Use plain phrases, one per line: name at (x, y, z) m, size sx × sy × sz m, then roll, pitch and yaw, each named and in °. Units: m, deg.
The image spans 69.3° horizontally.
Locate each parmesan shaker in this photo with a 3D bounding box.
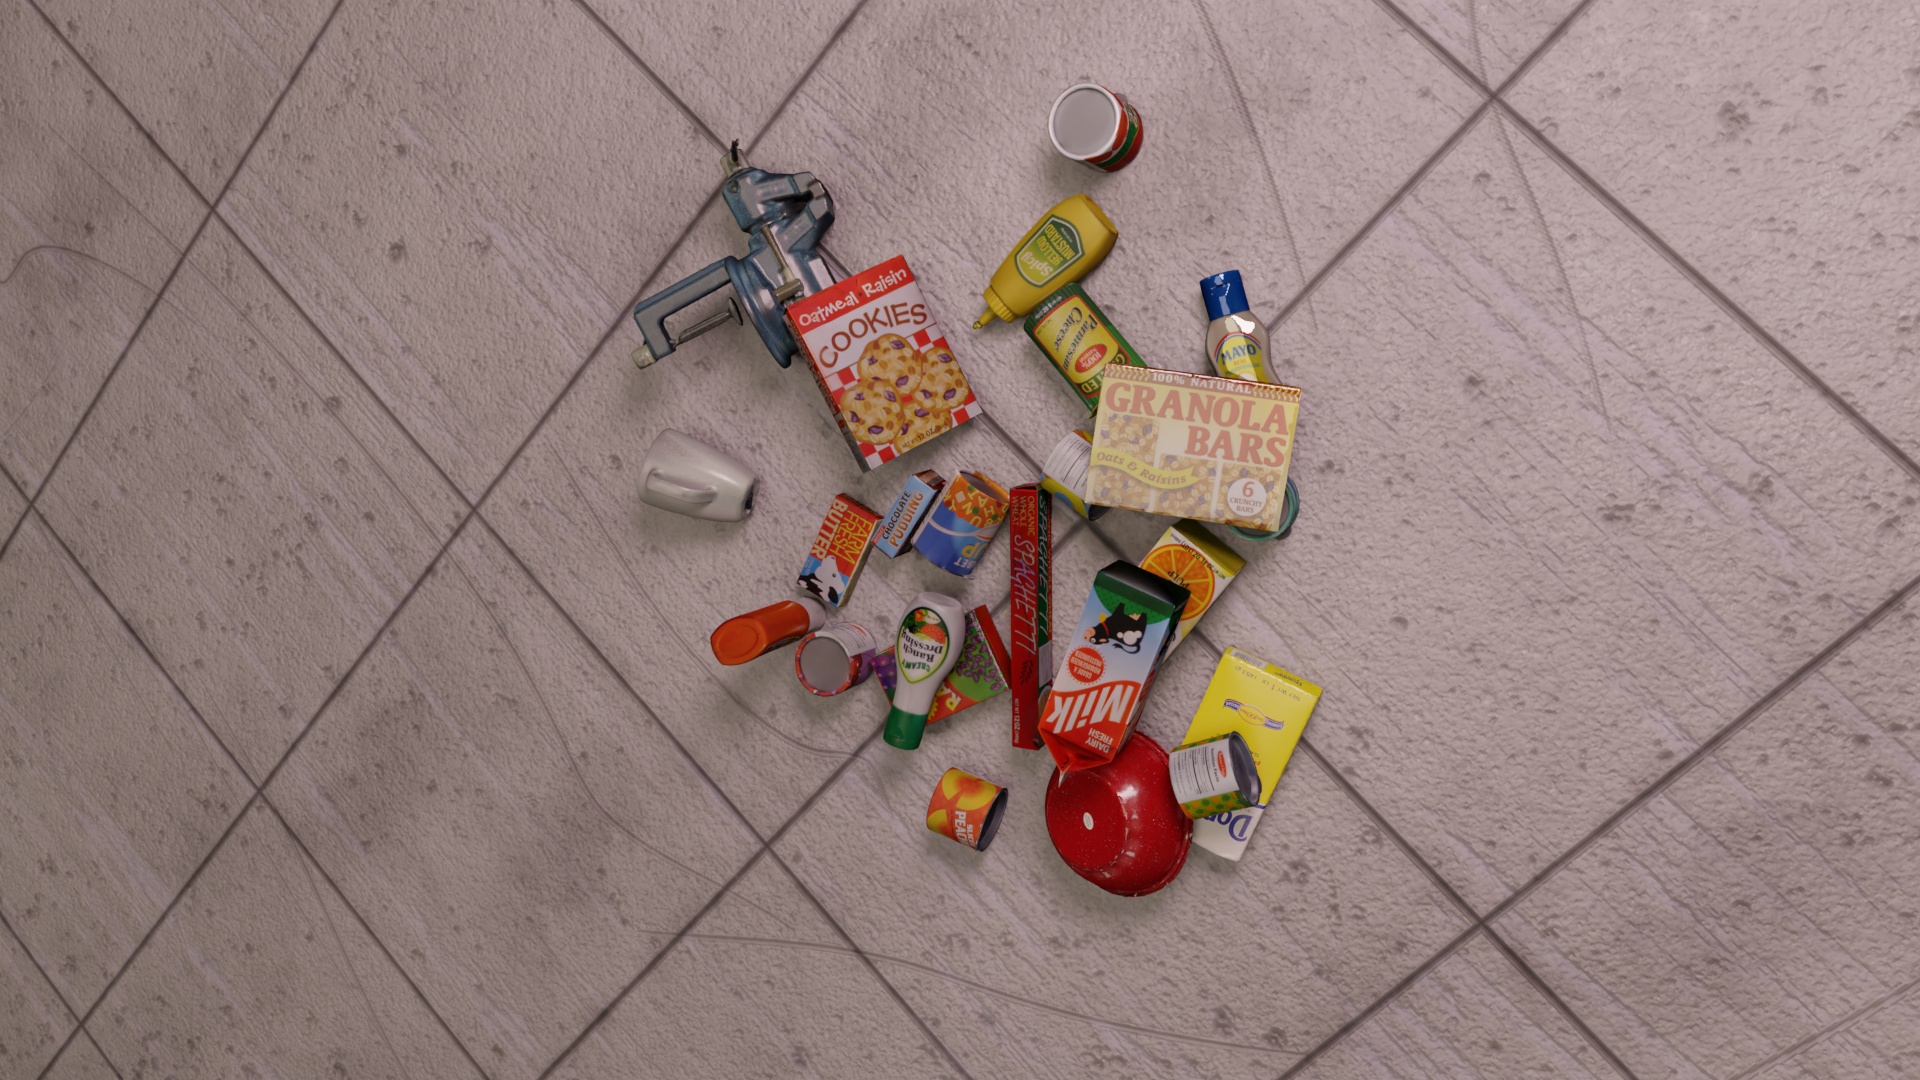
parmesan shaker at (0.111, -0.171, 1.254) m, size 0.071 × 0.071 × 0.103 m, roll -42°, pitch 81°, yaw 20°

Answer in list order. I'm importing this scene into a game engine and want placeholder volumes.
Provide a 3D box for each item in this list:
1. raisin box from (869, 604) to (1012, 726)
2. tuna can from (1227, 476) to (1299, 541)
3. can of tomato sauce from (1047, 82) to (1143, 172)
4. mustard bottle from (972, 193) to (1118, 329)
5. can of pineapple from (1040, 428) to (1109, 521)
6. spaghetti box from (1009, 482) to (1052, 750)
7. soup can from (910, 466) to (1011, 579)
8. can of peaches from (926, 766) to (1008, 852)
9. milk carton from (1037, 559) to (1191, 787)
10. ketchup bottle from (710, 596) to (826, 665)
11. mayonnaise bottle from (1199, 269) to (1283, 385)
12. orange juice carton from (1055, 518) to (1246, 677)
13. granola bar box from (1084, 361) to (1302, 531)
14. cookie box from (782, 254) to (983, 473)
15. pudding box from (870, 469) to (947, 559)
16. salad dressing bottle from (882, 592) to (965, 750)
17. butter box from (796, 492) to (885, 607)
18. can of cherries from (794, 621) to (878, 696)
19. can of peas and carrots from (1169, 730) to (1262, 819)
raisin box at (-0.016, 0.126, 1.352) m, size 0.123 × 0.040 × 0.086 m, roll -26°, pitch 87°, yaw 20°
tuna can at (0.266, -0.031, 1.230) m, size 0.071 × 0.033 × 0.071 m, roll 2°, pitch 97°, yaw 21°
can of tomato sauce at (0.120, -0.363, 1.220) m, size 0.071 × 0.083 × 0.071 m, roll 3°, pitch 98°, yaw 21°
mustard bottle at (0.069, -0.245, 1.271) m, size 0.160 × 0.049 × 0.065 m, roll -41°, pitch 80°, yaw 20°
can of pineapple at (0.115, -0.060, 1.265) m, size 0.058 × 0.071 × 0.070 m, roll 36°, pitch 108°, yaw 20°
spaghetti box at (0.067, 0.069, 1.308) m, size 0.028 × 0.050 × 0.249 m, roll 1°, pitch 96°, yaw 20°
soup can at (0.005, -0.016, 1.313) m, size 0.071 × 0.071 × 0.083 m, roll 36°, pitch 107°, yaw 13°
can of peaches at (0.005, 0.261, 1.342) m, size 0.058 × 0.071 × 0.071 m, roll 20°, pitch 103°, yaw 18°
milk carton at (0.126, 0.120, 1.200) m, size 0.073 × 0.072 × 0.190 m, roll 24°, pitch 106°, yaw 16°
ketchup bottle at (-0.179, 0.083, 1.349) m, size 0.064 × 0.149 × 0.043 m, roll -24°, pitch 88°, yaw 22°
mayonnaise bottle at (0.245, -0.161, 1.218) m, size 0.064 × 0.041 × 0.148 m, roll -15°, pitch 91°, yaw 18°
orange juice carton at (0.168, 0.075, 1.258) m, size 0.072 × 0.073 × 0.192 m, roll 40°, pitch 109°, yaw 11°
granola bar box at (0.198, -0.081, 1.189) m, size 0.165 × 0.039 × 0.124 m, roll 9°, pitch 97°, yaw 8°
cookie box at (-0.072, -0.164, 1.292) m, size 0.123 × 0.040 × 0.167 m, roll -29°, pitch 95°, yaw -16°
pudding box at (-0.048, -0.026, 1.340) m, size 0.030 × 0.050 × 0.083 m, roll 37°, pitch 107°, yaw 11°
salad dressing bottle at (-0.038, 0.124, 1.314) m, size 0.064 × 0.044 × 0.147 m, roll 19°, pitch 102°, yaw 19°
butter box at (-0.119, 0.010, 1.385) m, size 0.053 × 0.024 × 0.103 m, roll 29°, pitch 106°, yaw 15°
can of cherries at (-0.124, 0.120, 1.381) m, size 0.071 × 0.058 × 0.071 m, roll 2°, pitch 97°, yaw 20°
can of peas and carrots at (0.222, 0.206, 1.209) m, size 0.058 × 0.071 × 0.071 m, roll -20°, pitch 89°, yaw 24°
